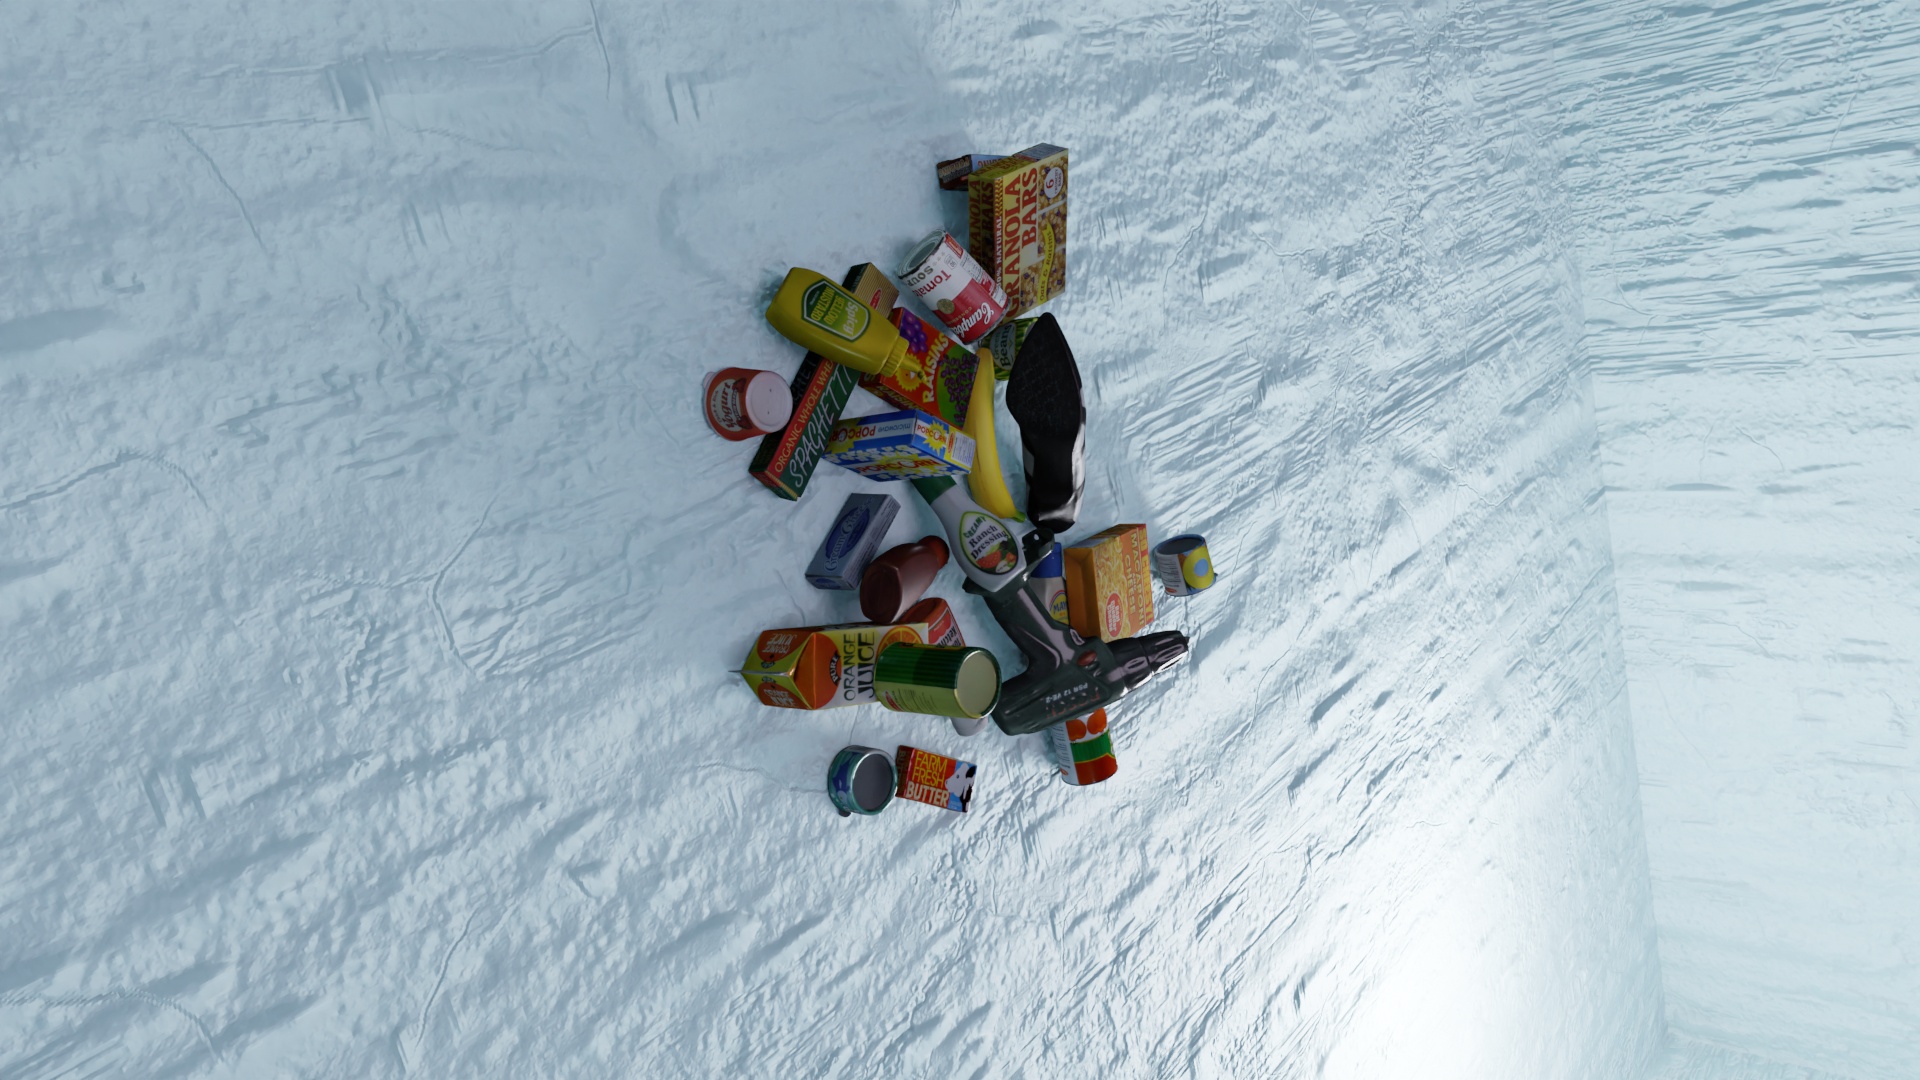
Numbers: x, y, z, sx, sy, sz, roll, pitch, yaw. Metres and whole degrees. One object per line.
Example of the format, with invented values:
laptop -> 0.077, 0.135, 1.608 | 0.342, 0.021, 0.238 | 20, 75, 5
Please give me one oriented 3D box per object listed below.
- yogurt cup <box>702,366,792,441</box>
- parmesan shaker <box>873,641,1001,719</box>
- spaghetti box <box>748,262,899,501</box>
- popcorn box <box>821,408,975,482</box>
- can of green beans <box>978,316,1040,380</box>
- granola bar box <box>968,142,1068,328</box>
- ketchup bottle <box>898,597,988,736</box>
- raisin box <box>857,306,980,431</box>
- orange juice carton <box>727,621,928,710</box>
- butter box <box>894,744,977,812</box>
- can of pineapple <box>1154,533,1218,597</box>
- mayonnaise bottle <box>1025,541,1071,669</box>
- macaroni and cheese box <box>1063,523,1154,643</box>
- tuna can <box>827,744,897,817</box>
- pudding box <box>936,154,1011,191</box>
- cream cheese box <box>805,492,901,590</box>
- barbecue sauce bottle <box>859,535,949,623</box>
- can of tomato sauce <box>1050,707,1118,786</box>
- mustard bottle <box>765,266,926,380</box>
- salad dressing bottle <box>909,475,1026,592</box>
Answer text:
yogurt cup -> -0.187, -0.123, 1.240 | 0.072, 0.054, 0.072 | -1, 91, -48
parmesan shaker -> -0.019, 0.129, 1.278 | 0.071, 0.103, 0.071 | 1, 89, -48
spaghetti box -> -0.128, -0.154, 1.323 | 0.050, 0.028, 0.251 | 43, 60, -38
popcorn box -> -0.060, -0.089, 1.324 | 0.085, 0.126, 0.038 | 22, 72, -45
can of green beans -> 0.066, -0.208, 1.510 | 0.071, 0.058, 0.071 | 0, 90, -47
granola bar box -> 0.061, -0.325, 1.476 | 0.125, 0.039, 0.164 | -33, 136, -38
ketchup bottle -> -0.015, 0.134, 1.434 | 0.065, 0.043, 0.148 | -44, 121, -38
raisin box -> -0.040, -0.171, 1.410 | 0.123, 0.040, 0.086 | 28, 71, -43
orange juice carton -> -0.120, 0.116, 1.299 | 0.193, 0.071, 0.073 | -1, 90, -48
butter box -> -0.028, 0.247, 1.433 | 0.103, 0.024, 0.053 | 24, 72, -45
can of pineapple -> 0.282, 0.030, 1.737 | 0.071, 0.071, 0.057 | -35, 115, -41
mayonnaise bottle -> 0.098, 0.076, 1.557 | 0.065, 0.041, 0.148 | -8, 96, -51
macaroni and cheese box -> 0.174, 0.053, 1.612 | 0.167, 0.040, 0.123 | -21, 107, -60
tuna can -> -0.095, 0.236, 1.354 | 0.071, 0.033, 0.071 | 1, 89, -47
pudding box -> 0.020, -0.388, 1.469 | 0.084, 0.049, 0.030 | -14, 99, -47
cream cheese box -> -0.103, 0.000, 1.332 | 0.024, 0.053, 0.104 | 49, 56, -37
barbecue sauce bottle -> -0.051, 0.031, 1.360 | 0.149, 0.044, 0.064 | -38, 141, -66
can of tomato sauce -> 0.141, 0.227, 1.583 | 0.071, 0.071, 0.083 | -27, 109, -44
mustard bottle -> -0.099, -0.193, 1.291 | 0.160, 0.048, 0.065 | 27, 69, -11
salad dressing bottle -> 0.005, -0.018, 1.410 | 0.064, 0.044, 0.148 | -37, 84, -17
